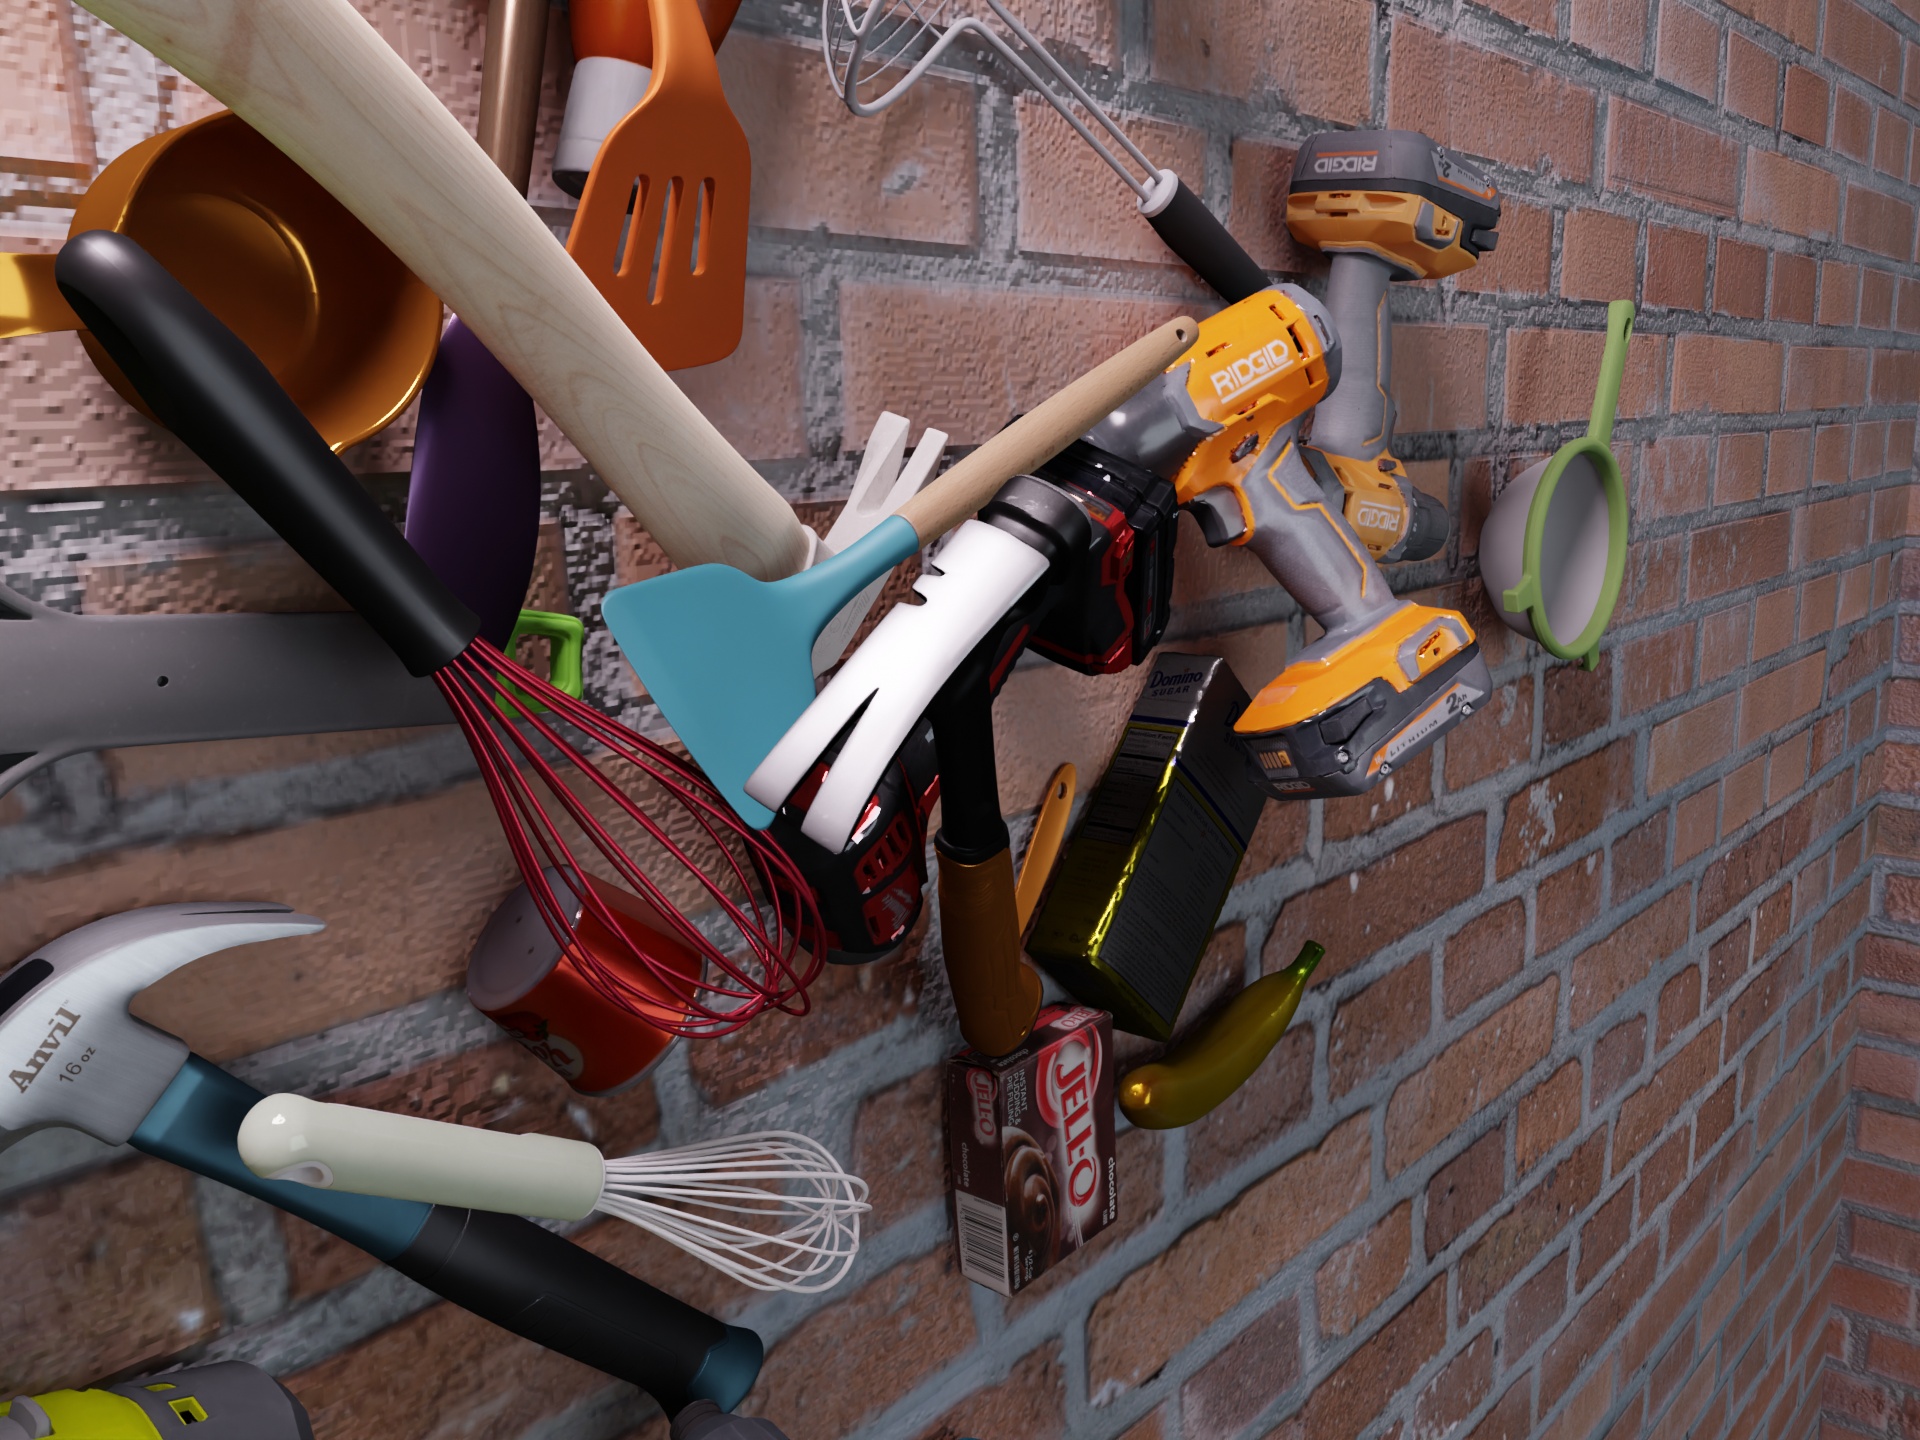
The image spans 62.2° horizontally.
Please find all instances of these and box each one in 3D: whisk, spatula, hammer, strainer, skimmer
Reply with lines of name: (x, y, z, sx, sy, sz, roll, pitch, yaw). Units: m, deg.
whisk: (-0.129, -0.006, 0.438, 0.073, 0.073, 0.295, -54, 127, -28)
spatula: (-0.100, -0.266, 0.463, 0.081, 0.041, 0.322, -19, 109, -47)
hammer: (-0.112, -0.120, 0.432, 0.146, 0.038, 0.410, -60, 153, -10)
strainer: (0.412, -0.170, 1.104, 0.151, 0.069, 0.256, 22, 79, -46)
skimmer: (0.072, -0.245, 0.683, 0.127, 0.090, 0.363, -50, 143, 13)
whisk: (-0.118, 0.151, 0.522, 0.246, 0.058, 0.059, 27, 44, -45)
hammer: (-0.172, 0.169, 0.518, 0.330, 0.033, 0.128, 49, 62, -42)
hammer: (0.002, 0.060, 0.578, 0.127, 0.034, 0.336, -51, 158, -22)
spatula: (0.003, -0.079, 0.560, 0.317, 0.044, 0.082, -41, 103, -35)
spatula: (-0.137, -0.172, 0.485, 0.059, 0.018, 0.316, 15, 78, -67)

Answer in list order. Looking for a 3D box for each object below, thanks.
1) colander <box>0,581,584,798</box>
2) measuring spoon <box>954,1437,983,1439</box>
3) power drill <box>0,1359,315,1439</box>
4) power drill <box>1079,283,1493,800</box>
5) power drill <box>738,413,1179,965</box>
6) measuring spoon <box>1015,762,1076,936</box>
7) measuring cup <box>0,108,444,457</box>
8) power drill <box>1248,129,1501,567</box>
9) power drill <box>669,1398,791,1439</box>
colander: (-0.234, -0.003, 0.367, 0.397, 0.094, 0.204, -6, 101, -48)
measuring spoon: (-0.035, 0.375, 0.731, 0.128, 0.021, 0.042, -28, 117, -33)
power drill: (-0.272, 0.289, 0.393, 0.190, 0.080, 0.228, 8, 88, -50)
power drill: (0.144, -0.077, 0.761, 0.164, 0.084, 0.226, -31, 98, -24)
power drill: (-0.001, -0.002, 0.636, 0.220, 0.078, 0.143, -53, 159, -23)
measuring spoon: (0.032, 0.072, 0.756, 0.021, 0.011, 0.117, 43, 61, -45)
measuring cup: (-0.221, -0.107, 0.400, 0.173, 0.052, 0.095, -18, 110, -44)
power drill: (0.238, -0.194, 0.894, 0.185, 0.084, 0.226, 0, 101, -49)
power drill: (-0.110, 0.347, 0.512, 0.223, 0.171, 0.080, -44, 130, -12)
